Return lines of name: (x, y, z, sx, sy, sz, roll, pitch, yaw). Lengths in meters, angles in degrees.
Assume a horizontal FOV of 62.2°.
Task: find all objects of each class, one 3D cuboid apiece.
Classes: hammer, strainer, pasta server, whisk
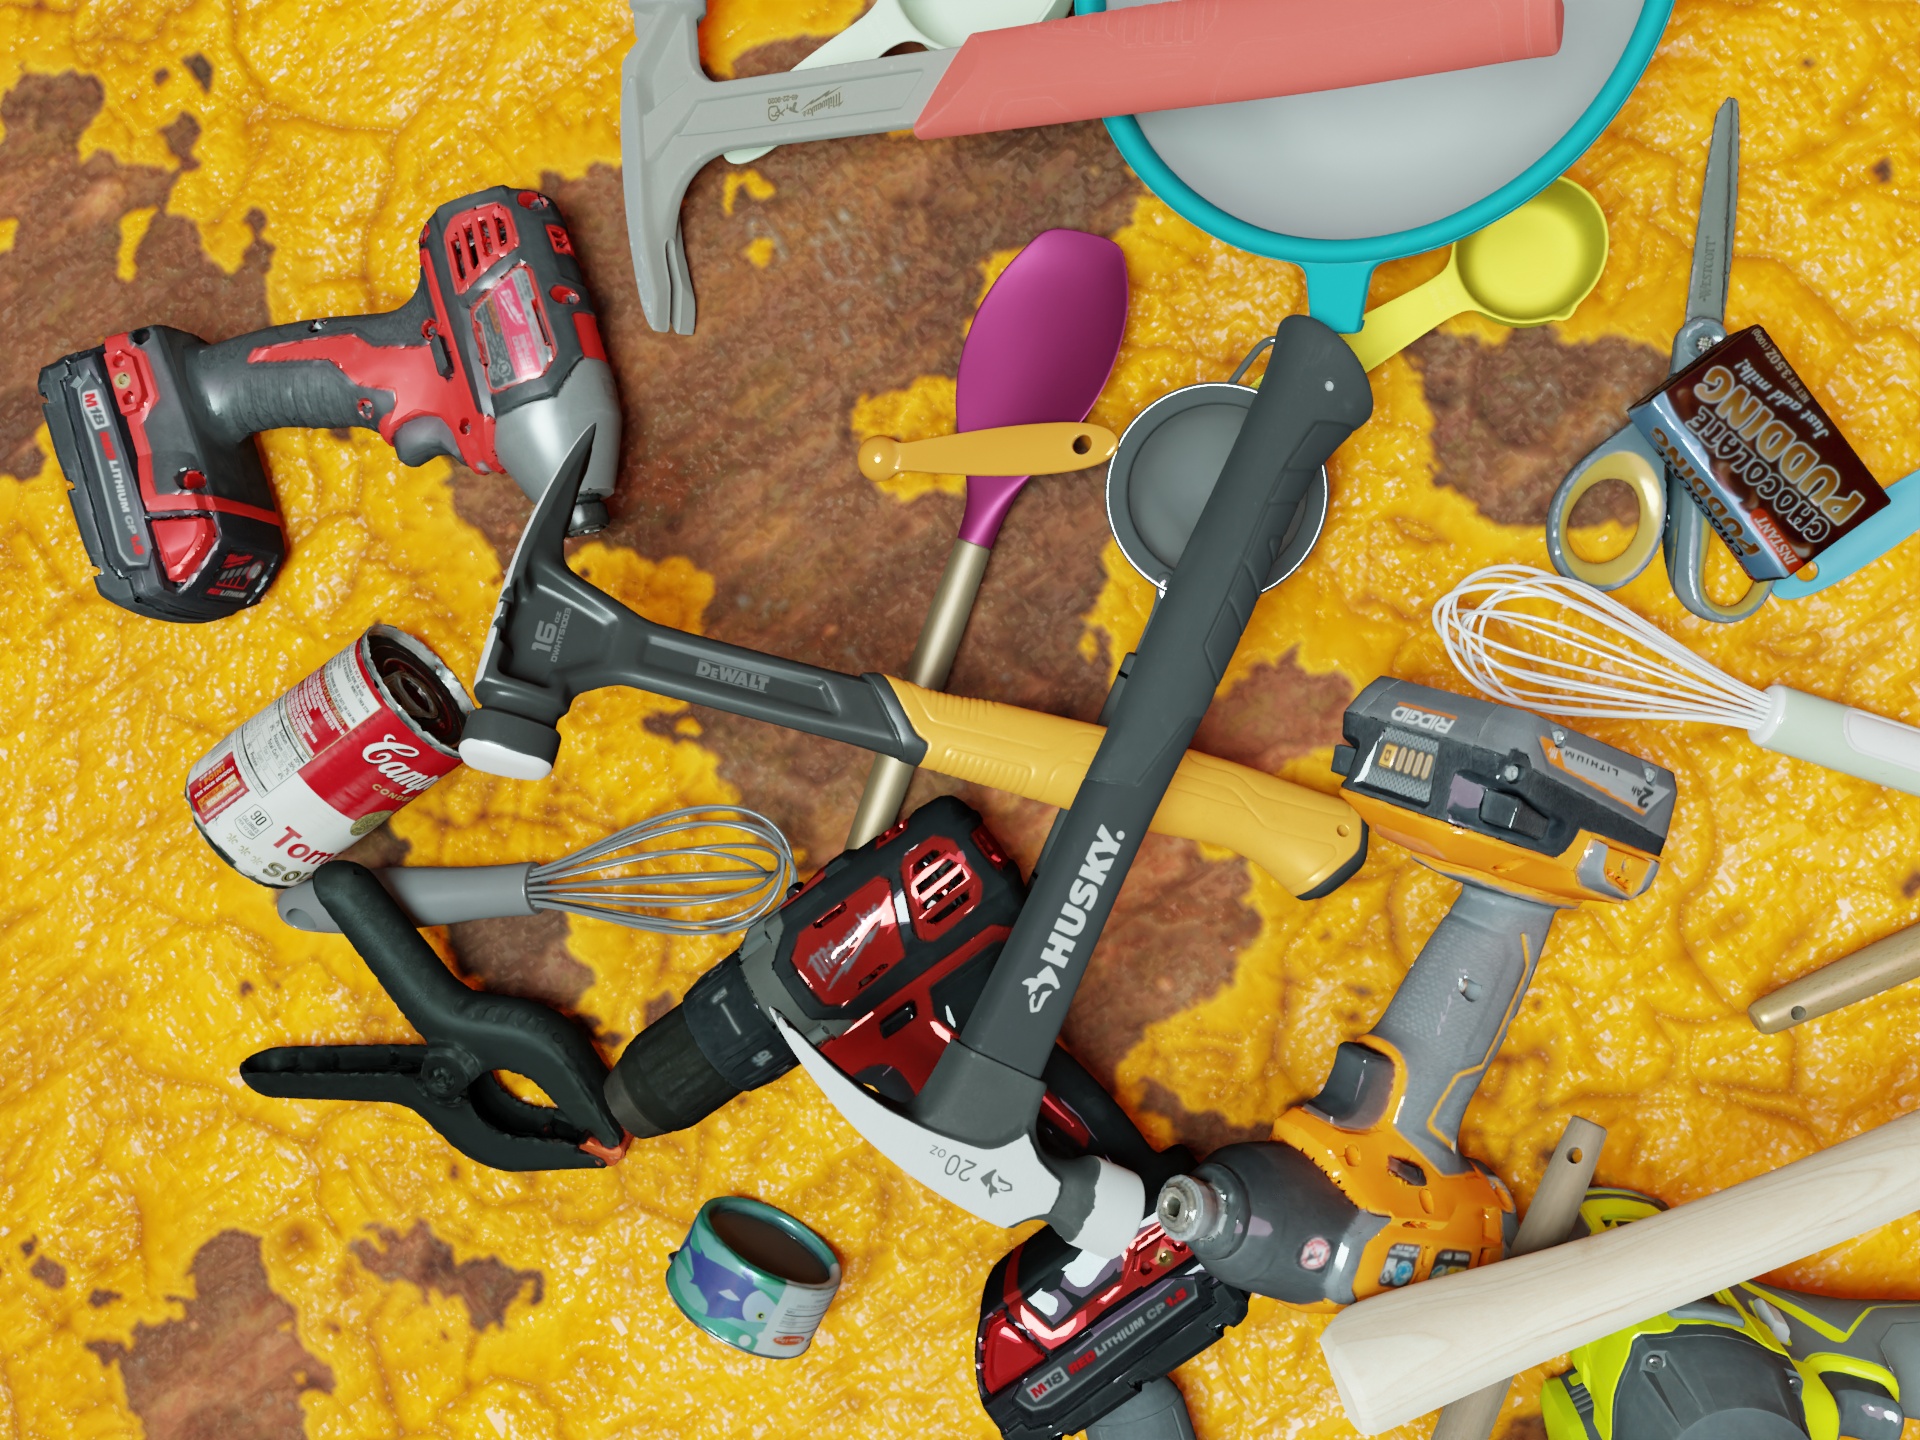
hammer: (0.029, -0.227, 0.584, 0.359, 0.036, 0.149, 3, 101, 25)
strainer: (0.076, -0.028, 0.638, 0.087, 0.050, 0.258, 24, 99, 8)
hammer: (0.058, 0.009, 0.560, 0.146, 0.035, 0.335, 27, 84, -15)
pasta server: (0.161, 0.287, 0.560, 0.060, 0.040, 0.316, 22, 86, 28)
hammer: (-0.001, -0.002, 0.589, 0.336, 0.034, 0.127, 16, 70, -13)
strainer: (0.116, -0.322, 0.600, 0.211, 0.095, 0.340, -44, 79, 25)
hammer: (0.315, 0.144, 0.515, 0.410, 0.146, 0.038, -21, 94, -3)
whisk: (-0.182, 0.069, 0.670, 0.239, 0.055, 0.055, -6, 90, 12)
whisk: (0.299, -0.005, 0.605, 0.246, 0.059, 0.058, 18, 65, 3)

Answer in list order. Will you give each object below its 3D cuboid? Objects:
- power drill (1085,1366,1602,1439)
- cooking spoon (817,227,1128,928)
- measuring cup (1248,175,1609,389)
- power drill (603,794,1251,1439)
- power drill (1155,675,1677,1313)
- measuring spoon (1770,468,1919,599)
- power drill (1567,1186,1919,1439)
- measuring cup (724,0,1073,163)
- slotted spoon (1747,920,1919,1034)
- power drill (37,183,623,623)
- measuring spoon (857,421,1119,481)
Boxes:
power drill: (0.166, 0.327, 0.610, 0.228, 0.080, 0.190, -16, 83, 10)
cooking spoon: (-0.003, -0.049, 0.657, 0.069, 0.017, 0.319, 22, 94, 27)
measuring cup: (0.179, -0.159, 0.634, 0.156, 0.029, 0.062, -29, 87, 19)
power drill: (-0.014, 0.166, 0.625, 0.188, 0.080, 0.227, -36, 88, 6)
power drill: (0.159, 0.105, 0.572, 0.164, 0.084, 0.226, 17, 93, -36)
measuring spoon: (0.369, -0.088, 0.611, 0.128, 0.021, 0.042, -37, 86, 16)
power drill: (0.328, 0.234, 0.541, 0.223, 0.171, 0.080, 7, 101, 4)
measuring cup: (-0.026, -0.279, 0.654, 0.167, 0.038, 0.083, -32, 86, 17)
slotted spoon: (0.441, 0.044, 0.588, 0.314, 0.031, 0.070, -26, 98, 6)
power drill: (-0.251, -0.121, 0.665, 0.219, 0.078, 0.143, -18, 89, 5)
measuring spoon: (0.008, -0.109, 0.641, 0.117, 0.011, 0.021, 1, 85, 27)
